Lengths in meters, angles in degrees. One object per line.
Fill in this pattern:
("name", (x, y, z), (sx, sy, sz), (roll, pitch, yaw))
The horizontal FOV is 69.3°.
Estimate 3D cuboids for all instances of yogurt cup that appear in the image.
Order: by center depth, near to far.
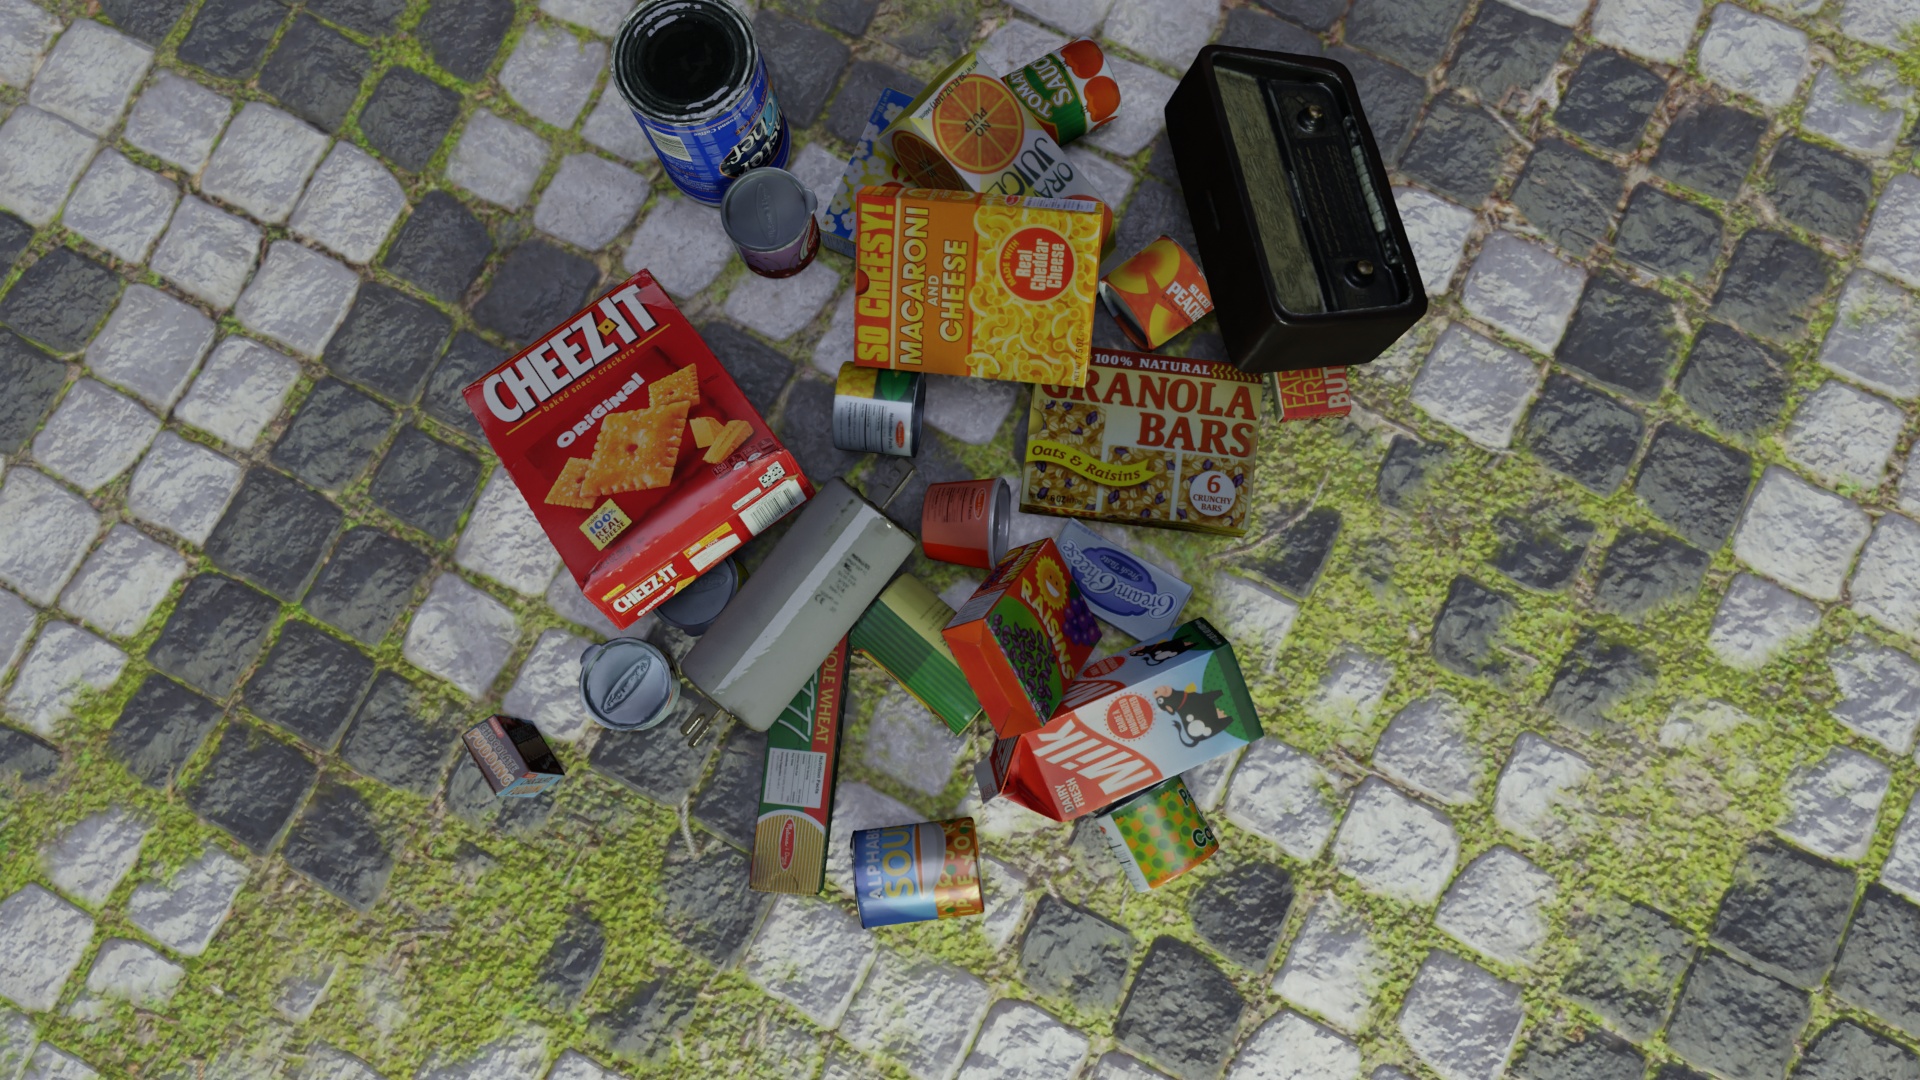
("yogurt cup", (0.004, -0.012, 0.990), (0.054, 0.072, 0.072), (3, 80, 11))

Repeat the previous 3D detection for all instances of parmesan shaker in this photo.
("parmesan shaker", (-0.019, 0.078, 0.972), (0.103, 0.071, 0.071), (40, 84, 5))

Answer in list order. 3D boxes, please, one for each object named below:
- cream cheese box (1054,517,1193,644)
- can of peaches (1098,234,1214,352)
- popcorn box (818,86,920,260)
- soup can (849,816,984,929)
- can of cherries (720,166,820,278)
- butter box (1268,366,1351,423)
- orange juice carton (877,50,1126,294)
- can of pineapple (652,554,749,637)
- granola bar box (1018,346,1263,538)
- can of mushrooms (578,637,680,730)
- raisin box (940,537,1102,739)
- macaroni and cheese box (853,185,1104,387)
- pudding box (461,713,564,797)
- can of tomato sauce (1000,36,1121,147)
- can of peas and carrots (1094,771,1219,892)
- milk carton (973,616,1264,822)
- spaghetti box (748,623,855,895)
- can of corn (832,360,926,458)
("cream cheese box", (0.110, 0.032, 0.997), (0.104, 0.024, 0.053), (30, 84, 7))
("can of peaches", (0.143, -0.178, 1.011), (0.058, 0.071, 0.071), (-35, 81, -3))
("popcorn box", (-0.042, -0.268, 1.050), (0.085, 0.038, 0.127), (23, 82, 5))
("soup can", (-0.029, 0.224, 0.945), (0.084, 0.071, 0.071), (-7, 80, 0))
("can of cherries", (-0.138, -0.236, 1.038), (0.071, 0.058, 0.071), (0, 79, 2))
("butter box", (0.252, -0.139, 1.022), (0.053, 0.024, 0.103), (-8, 79, 1))
("orange juice carton", (0.038, -0.249, 1.004), (0.192, 0.073, 0.072), (45, 77, -17))
("can of pineapple", (-0.186, 0.036, 0.991), (0.071, 0.058, 0.071), (0, 80, 3))
("granola bar box", (0.131, -0.073, 1.008), (0.166, 0.039, 0.124), (7, 80, 3))
("can of mushrooms", (-0.237, 0.102, 0.994), (0.071, 0.033, 0.071), (0, 81, 2))
("raisin box", (0.044, 0.064, 0.935), (0.040, 0.124, 0.086), (-21, 105, 33))
("macaroni and cheese box", (0.011, -0.177, 0.962), (0.166, 0.040, 0.123), (6, 115, 6))
("pudding box", (-0.310, 0.150, 0.963), (0.030, 0.083, 0.050), (-34, 80, -6))
("can of tomato sauce", (0.070, -0.331, 1.041), (0.083, 0.071, 0.071), (-28, 80, -3))
("can of peas and carrots", (0.136, 0.197, 0.945), (0.071, 0.071, 0.059), (-29, 81, -3))
("milk carton", (0.099, 0.128, 0.945), (0.191, 0.072, 0.073), (-23, 103, 0))
("spaghetti box", (-0.108, 0.122, 0.987), (0.050, 0.028, 0.250), (6, 80, 4))
("can of corn", (-0.058, -0.097, 1.008), (0.058, 0.071, 0.071), (6, 80, 4))
